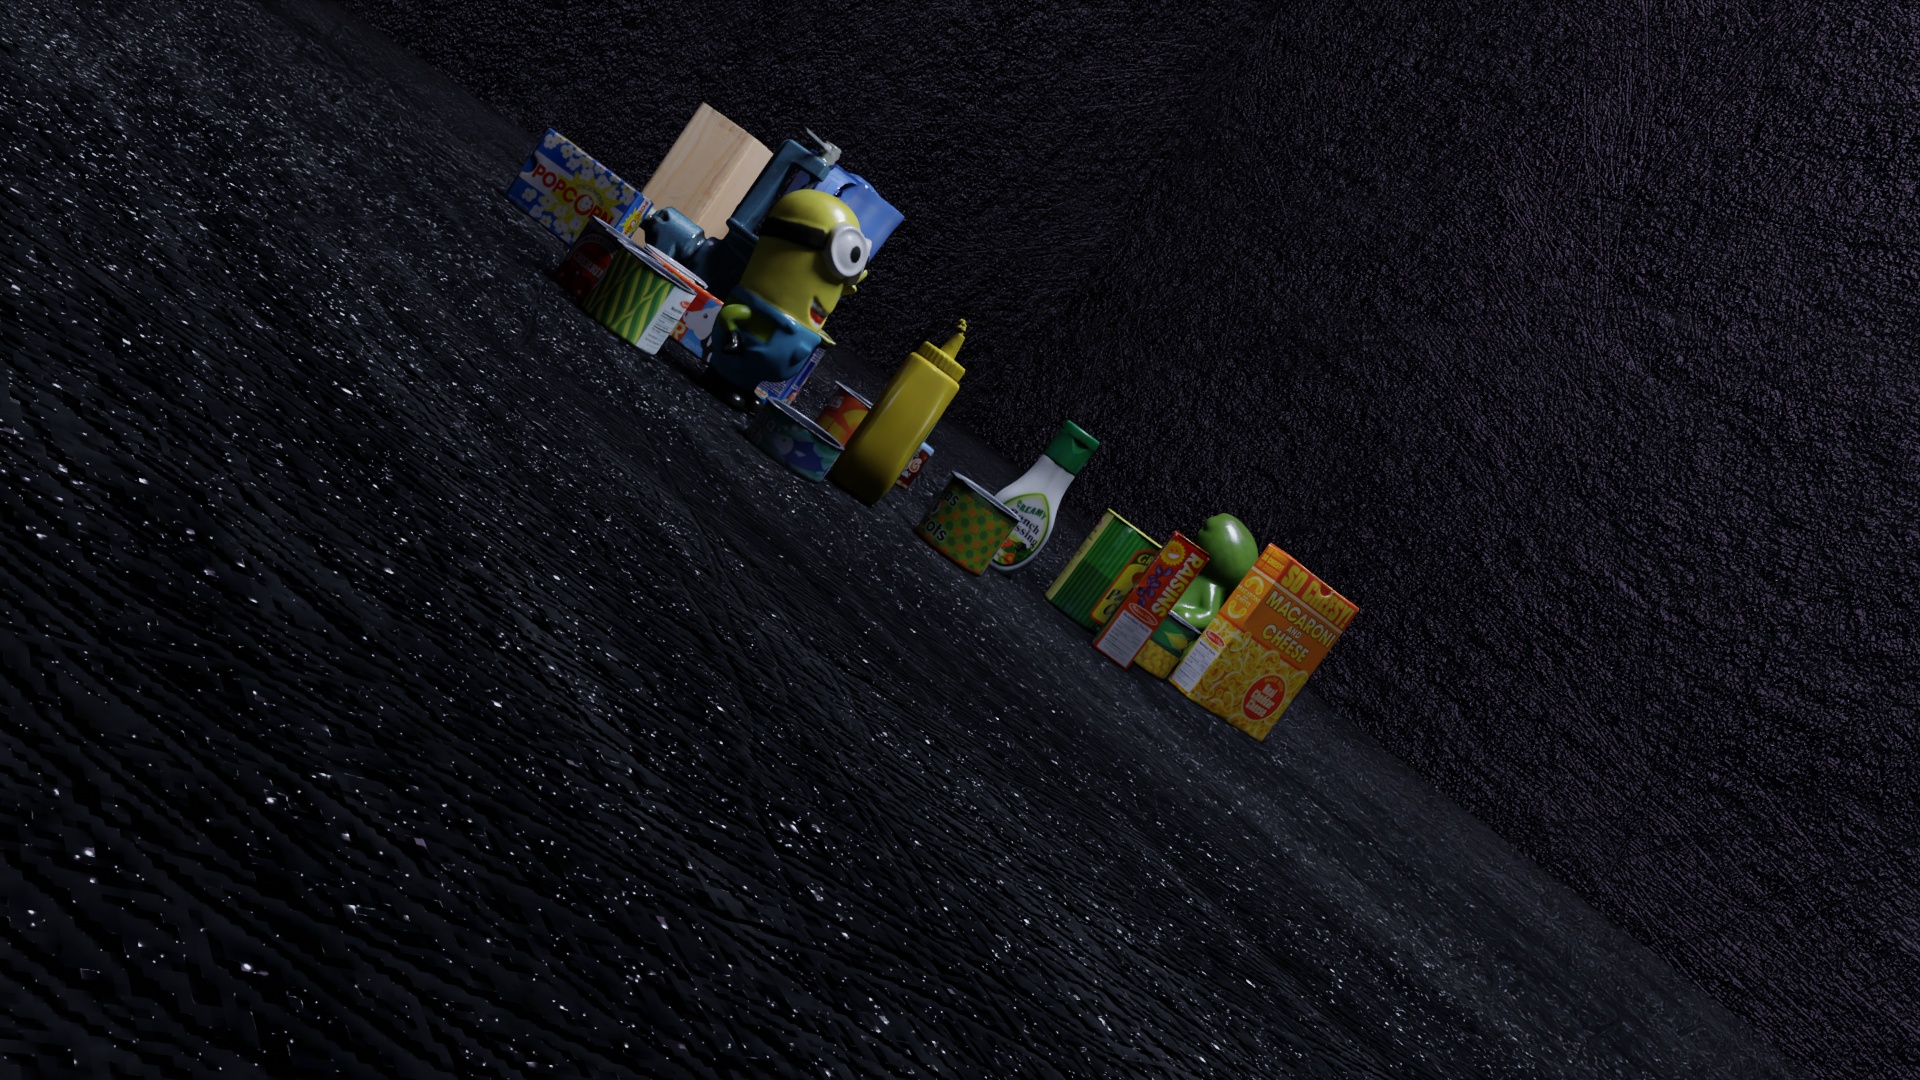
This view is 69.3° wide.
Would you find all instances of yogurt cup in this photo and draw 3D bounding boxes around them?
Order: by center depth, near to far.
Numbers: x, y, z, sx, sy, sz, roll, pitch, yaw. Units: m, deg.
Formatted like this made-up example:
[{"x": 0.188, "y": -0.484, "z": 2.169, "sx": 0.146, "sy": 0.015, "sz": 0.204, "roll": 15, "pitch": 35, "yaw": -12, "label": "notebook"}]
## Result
[{"x": -0.280, "y": -0.237, "z": 1.301, "sx": 0.072, "sy": 0.054, "sz": 0.072, "roll": 35, "pitch": 5, "yaw": -4, "label": "yogurt cup"}]

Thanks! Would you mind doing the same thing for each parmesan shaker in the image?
[{"x": 0.136, "y": 0.031, "z": 1.305, "sx": 0.071, "sy": 0.103, "sz": 0.071, "roll": 35, "pitch": 5, "yaw": -4, "label": "parmesan shaker"}]

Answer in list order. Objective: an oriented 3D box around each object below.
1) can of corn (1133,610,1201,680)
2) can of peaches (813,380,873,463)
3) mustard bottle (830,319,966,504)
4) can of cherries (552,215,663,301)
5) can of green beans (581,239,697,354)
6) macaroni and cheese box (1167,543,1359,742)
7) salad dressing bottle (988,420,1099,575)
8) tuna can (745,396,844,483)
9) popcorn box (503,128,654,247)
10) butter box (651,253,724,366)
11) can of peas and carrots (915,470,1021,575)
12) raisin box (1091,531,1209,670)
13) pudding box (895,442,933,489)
[{"x": 0.185, "y": 0.092, "z": 1.318, "sx": 0.071, "sy": 0.058, "sz": 0.071, "roll": 35, "pitch": 5, "yaw": -4, "label": "can of corn"}, {"x": -0.095, "y": -0.095, "z": 1.201, "sx": 0.071, "sy": 0.058, "sz": 0.071, "roll": 35, "pitch": 5, "yaw": -4, "label": "can of peaches"}, {"x": -0.040, "y": -0.103, "z": 1.082, "sx": 0.049, "sy": 0.160, "sz": 0.065, "roll": 35, "pitch": 5, "yaw": -12, "label": "mustard bottle"}, {"x": -0.279, "y": -0.214, "z": 1.093, "sx": 0.071, "sy": 0.058, "sz": 0.071, "roll": 35, "pitch": 5, "yaw": -4, "label": "can of cherries"}, {"x": -0.242, "y": -0.181, "z": 1.046, "sx": 0.071, "sy": 0.058, "sz": 0.071, "roll": 35, "pitch": 5, "yaw": -4, "label": "can of green beans"}, {"x": 0.298, "y": 0.102, "z": 1.357, "sx": 0.123, "sy": 0.166, "sz": 0.040, "roll": 32, "pitch": 6, "yaw": -35, "label": "macaroni and cheese box"}, {"x": 0.068, "y": -0.039, "z": 1.253, "sx": 0.064, "sy": 0.147, "sz": 0.044, "roll": 35, "pitch": 5, "yaw": -12, "label": "salad dressing bottle"}, {"x": -0.121, "y": -0.073, "z": 0.998, "sx": 0.071, "sy": 0.033, "sz": 0.071, "roll": 35, "pitch": 5, "yaw": -4, "label": "tuna can"}, {"x": -0.385, "y": -0.344, "z": 1.405, "sx": 0.127, "sy": 0.085, "sz": 0.038, "roll": 37, "pitch": 5, "yaw": 12, "label": "popcorn box"}, {"x": -0.247, "y": -0.205, "z": 1.239, "sx": 0.103, "sy": 0.053, "sz": 0.024, "roll": 36, "pitch": 5, "yaw": 1, "label": "butter box"}, {"x": 0.004, "y": -0.014, "z": 1.121, "sx": 0.071, "sy": 0.058, "sz": 0.071, "roll": 35, "pitch": 5, "yaw": -4, "label": "can of peas and carrots"}, {"x": 0.169, "y": 0.051, "z": 1.226, "sx": 0.040, "sy": 0.123, "sz": 0.086, "roll": 36, "pitch": 5, "yaw": 6, "label": "raisin box"}, {"x": -0.073, "y": -0.090, "z": 1.341, "sx": 0.083, "sy": 0.049, "sz": 0.030, "roll": 31, "pitch": 7, "yaw": -39, "label": "pudding box"}]
